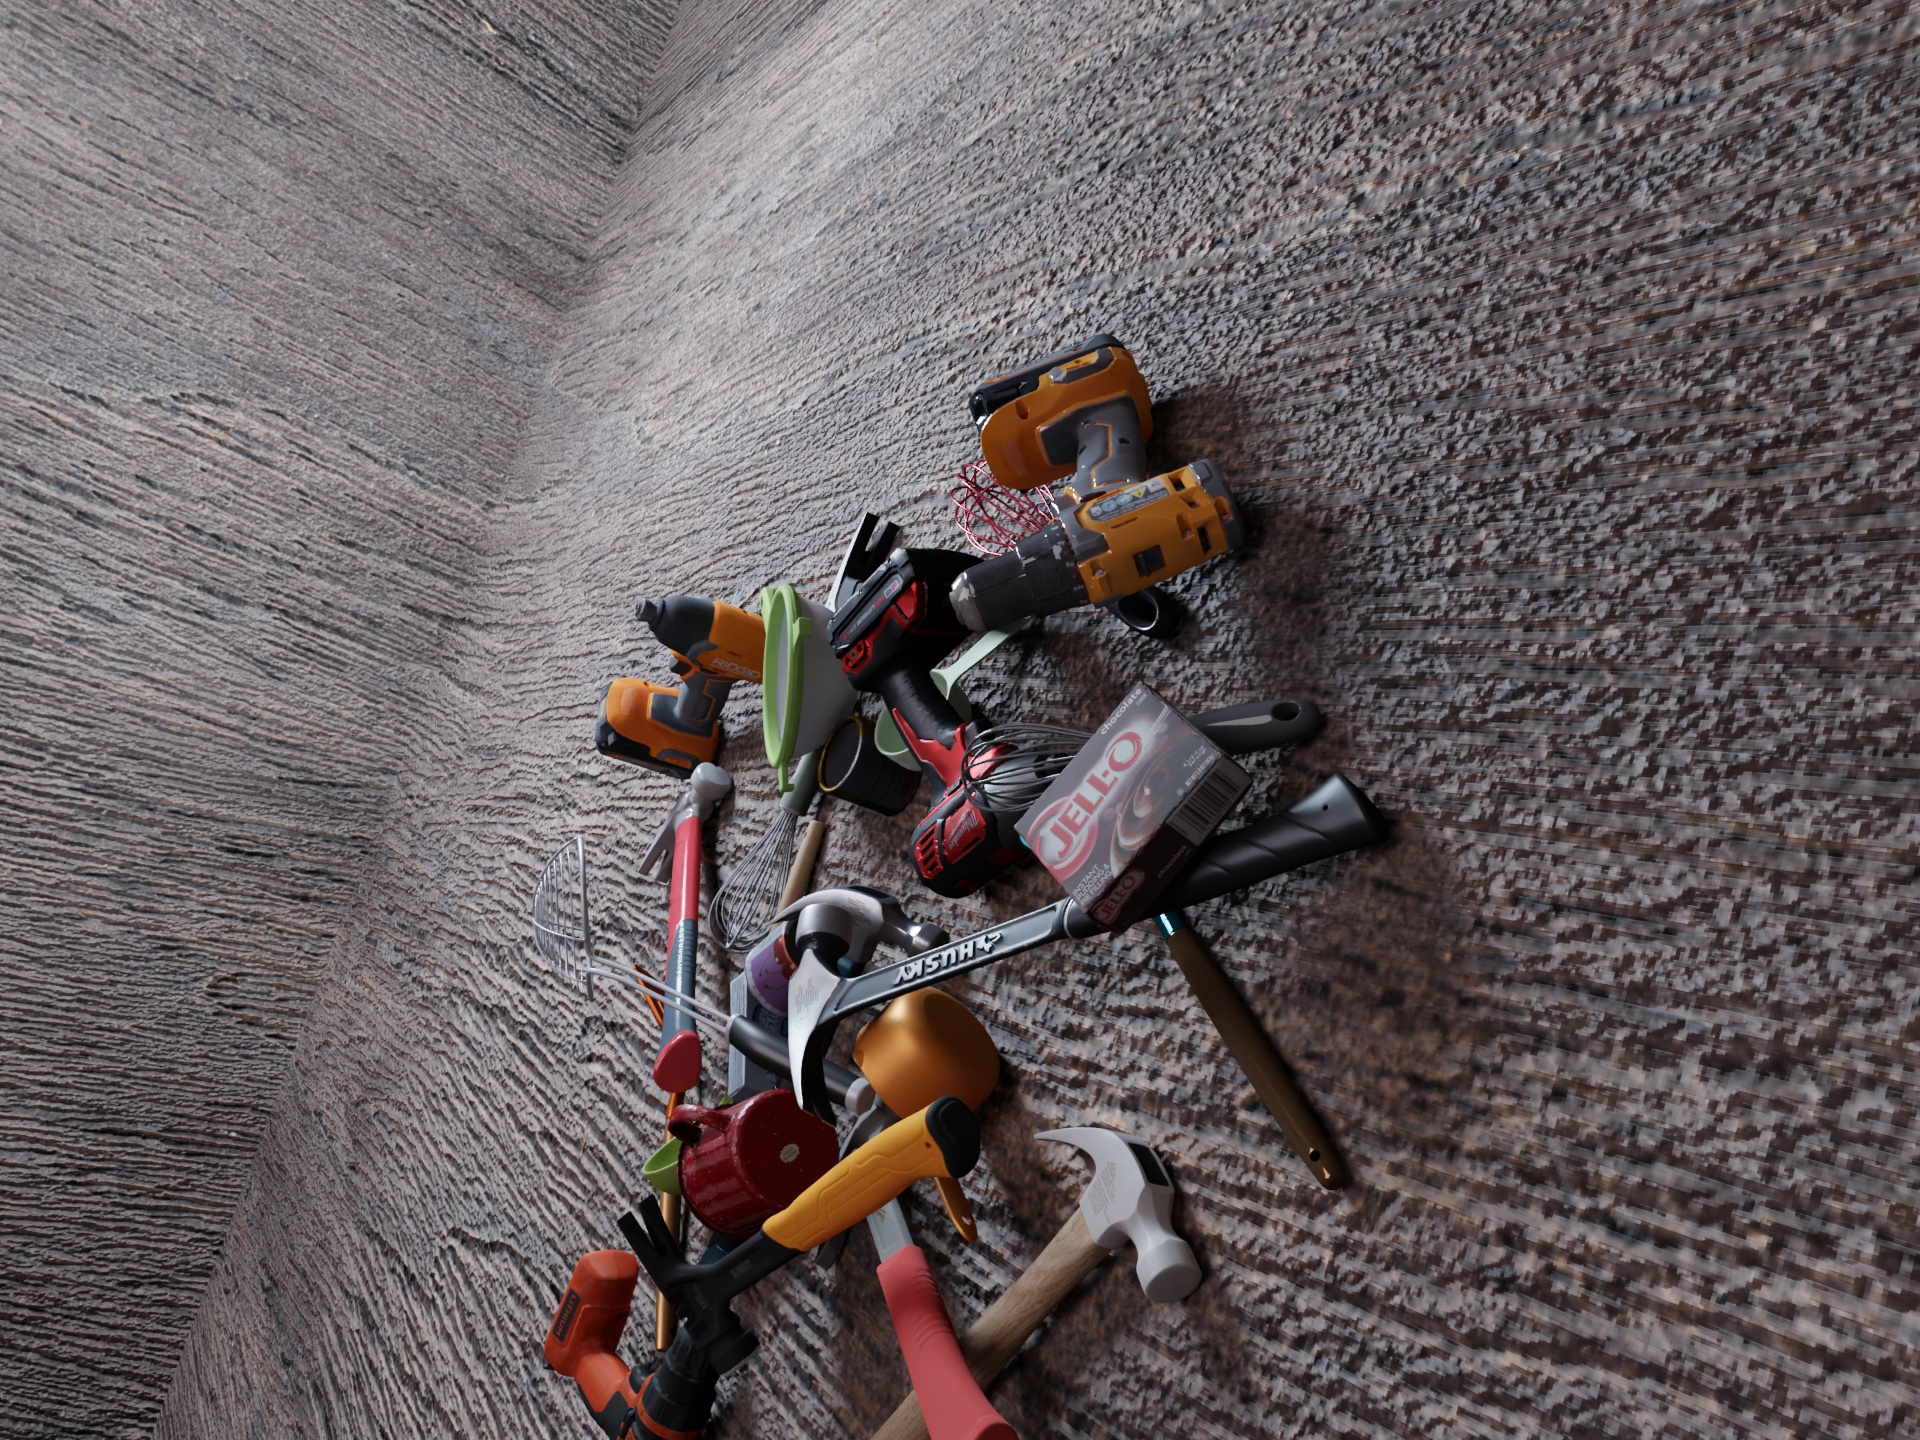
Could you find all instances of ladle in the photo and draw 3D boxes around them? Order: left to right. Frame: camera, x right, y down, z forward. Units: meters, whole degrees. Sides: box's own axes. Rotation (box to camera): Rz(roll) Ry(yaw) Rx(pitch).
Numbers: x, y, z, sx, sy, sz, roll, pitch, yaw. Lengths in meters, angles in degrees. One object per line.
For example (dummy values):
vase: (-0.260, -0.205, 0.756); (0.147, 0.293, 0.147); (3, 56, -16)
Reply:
ladle: (-0.179, 0.230, 1.302); (0.078, 0.062, 0.320); (-15, 54, 67)

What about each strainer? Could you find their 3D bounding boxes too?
strainer: (-0.129, -0.057, 1.346); (0.257, 0.069, 0.151); (-113, 29, -62)

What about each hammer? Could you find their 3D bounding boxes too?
hammer: (-0.253, 0.195, 1.414); (0.143, 0.038, 0.387); (-56, 22, 23)
hammer: (-0.121, 0.271, 1.160); (0.128, 0.033, 0.331); (27, 103, 24)
hammer: (-0.098, 0.299, 0.970); (0.127, 0.034, 0.336); (53, 131, 8)
hammer: (-0.033, 0.343, 0.929); (0.149, 0.036, 0.359); (-64, 17, 6)
hammer: (-0.035, -0.104, 1.284); (0.335, 0.035, 0.146); (7, 77, 65)
hammer: (0.014, 0.358, 0.911); (0.331, 0.031, 0.130); (-54, 32, 24)
hammer: (0.052, 0.119, 0.903); (0.409, 0.036, 0.149); (-25, 43, 32)

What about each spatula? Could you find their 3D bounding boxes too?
spatula: (-0.251, 0.362, 1.341); (0.041, 0.080, 0.323); (-12, 57, 13)
spatula: (0.122, 0.132, 0.869); (0.082, 0.044, 0.318); (-45, 35, 11)

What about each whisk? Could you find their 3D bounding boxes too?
whisk: (-0.148, 0.084, 1.361); (0.058, 0.059, 0.246); (122, 172, -84)
whisk: (0.069, -0.122, 1.125); (0.073, 0.073, 0.296); (-61, 36, 12)
whisk: (0.098, 0.015, 0.934); (0.239, 0.055, 0.055); (-11, 59, 33)

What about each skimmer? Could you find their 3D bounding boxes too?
skimmer: (-0.190, 0.190, 1.170); (0.363, 0.090, 0.127); (19, 119, 32)

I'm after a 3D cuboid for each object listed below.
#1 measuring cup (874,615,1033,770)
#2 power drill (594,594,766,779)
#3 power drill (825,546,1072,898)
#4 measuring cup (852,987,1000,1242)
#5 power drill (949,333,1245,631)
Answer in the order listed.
measuring cup: (0.008, -0.027, 1.193); (0.167, 0.038, 0.083); (-41, 34, 12)
power drill: (-0.269, -0.039, 1.528); (0.226, 0.164, 0.084); (-41, 39, 43)
power drill: (-0.002, -0.003, 1.089); (0.143, 0.078, 0.220); (-42, 60, 39)
measuring cup: (-0.005, 0.234, 0.972); (0.052, 0.095, 0.174); (-48, 36, 16)
power drill: (0.067, -0.152, 1.050); (0.185, 0.084, 0.226); (-22, 40, 4)
